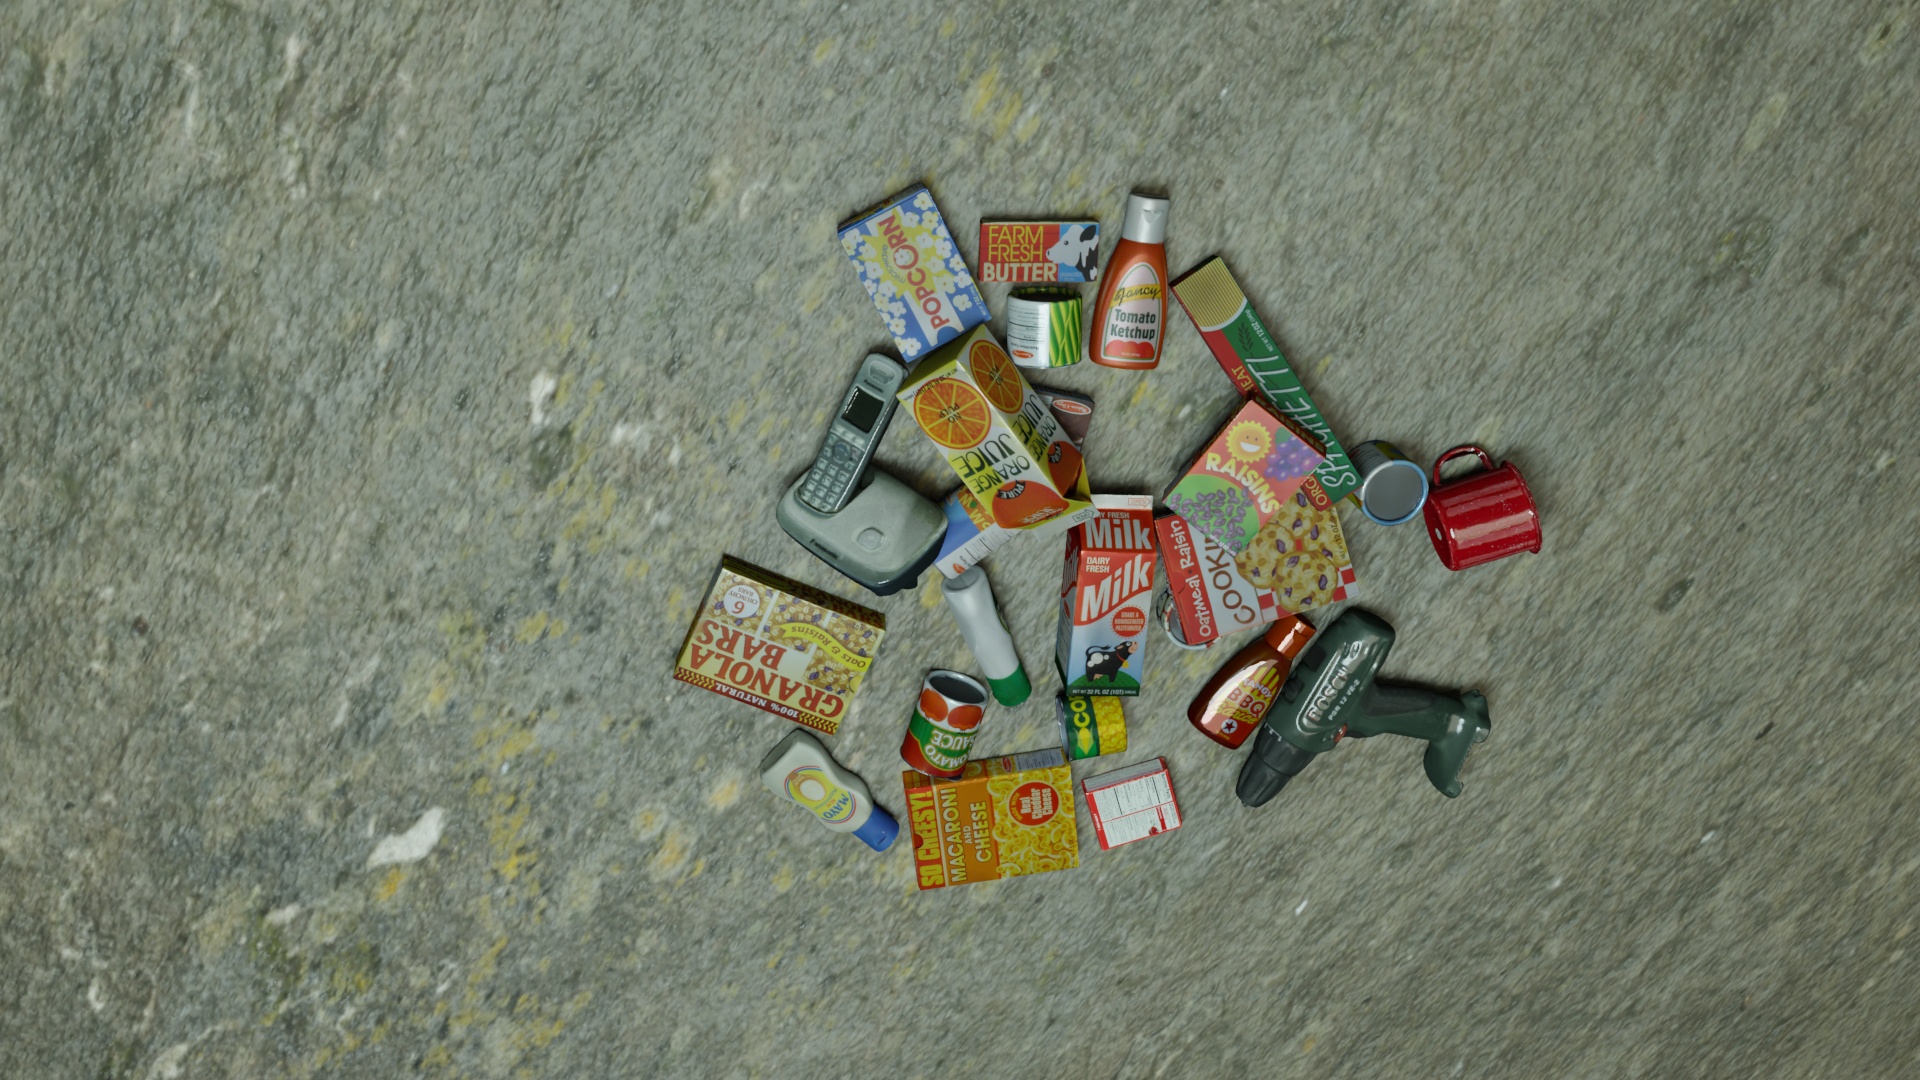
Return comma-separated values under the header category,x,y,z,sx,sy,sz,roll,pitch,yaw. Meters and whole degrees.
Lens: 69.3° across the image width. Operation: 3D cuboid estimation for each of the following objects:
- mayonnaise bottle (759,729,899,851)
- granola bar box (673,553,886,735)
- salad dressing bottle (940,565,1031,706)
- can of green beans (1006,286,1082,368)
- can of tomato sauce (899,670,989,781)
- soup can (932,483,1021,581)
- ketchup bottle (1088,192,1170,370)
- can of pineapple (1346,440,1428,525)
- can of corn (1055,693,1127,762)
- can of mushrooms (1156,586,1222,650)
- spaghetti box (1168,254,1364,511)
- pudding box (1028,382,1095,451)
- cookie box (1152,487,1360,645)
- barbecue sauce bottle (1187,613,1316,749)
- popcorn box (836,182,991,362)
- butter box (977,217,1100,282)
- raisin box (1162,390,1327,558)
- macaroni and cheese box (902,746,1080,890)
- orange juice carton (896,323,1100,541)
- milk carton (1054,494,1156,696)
category,x,y,z,sx,sy,sz,roll,pitch,yaw
mayonnaise bottle,-0.125,0.252,1.370,0.148,0.041,0.064,41,101,-19
granola bar box,-0.169,0.100,1.305,0.165,0.039,0.123,22,108,-14
salad dressing bottle,0.027,0.093,1.315,0.044,0.064,0.147,-27,121,-5
can of green beans,0.072,-0.185,1.201,0.071,0.071,0.057,-3,112,-5
can of tomato sauce,-0.014,0.177,1.337,0.071,0.071,0.082,15,109,-12
soup can,0.005,-0.016,1.264,0.083,0.071,0.071,-36,111,8
ketchup bottle,0.152,-0.225,1.206,0.065,0.044,0.148,4,111,-8
can of pineapple,0.395,-0.053,1.295,0.071,0.058,0.070,-2,112,-6
can of corn,0.127,0.177,1.354,0.058,0.071,0.071,-9,113,-3
can of mushrooms,0.226,0.069,1.339,0.071,0.033,0.070,-2,111,-5
spaghetti box,0.275,-0.138,1.238,0.050,0.029,0.249,-34,100,8
pudding box,0.073,-0.113,1.250,0.084,0.030,0.049,11,109,-11
cookie box,0.272,0.015,1.294,0.167,0.040,0.123,-16,92,-3
barbecue sauce bottle,0.290,0.133,1.367,0.065,0.044,0.148,32,105,-15
popcorn box,-0.040,-0.229,1.186,0.085,0.038,0.126,-27,112,4
butter box,0.066,-0.250,1.197,0.103,0.024,0.053,-2,112,-6
raisin box,0.251,-0.058,1.229,0.086,0.040,0.123,38,114,-1
macaroni and cheese box,0.031,0.281,1.400,0.167,0.040,0.123,-8,112,-3
orange juice carton,0.039,-0.082,1.195,0.071,0.073,0.192,-27,110,34
milk carton,0.136,0.046,1.298,0.072,0.074,0.189,1,112,-6
